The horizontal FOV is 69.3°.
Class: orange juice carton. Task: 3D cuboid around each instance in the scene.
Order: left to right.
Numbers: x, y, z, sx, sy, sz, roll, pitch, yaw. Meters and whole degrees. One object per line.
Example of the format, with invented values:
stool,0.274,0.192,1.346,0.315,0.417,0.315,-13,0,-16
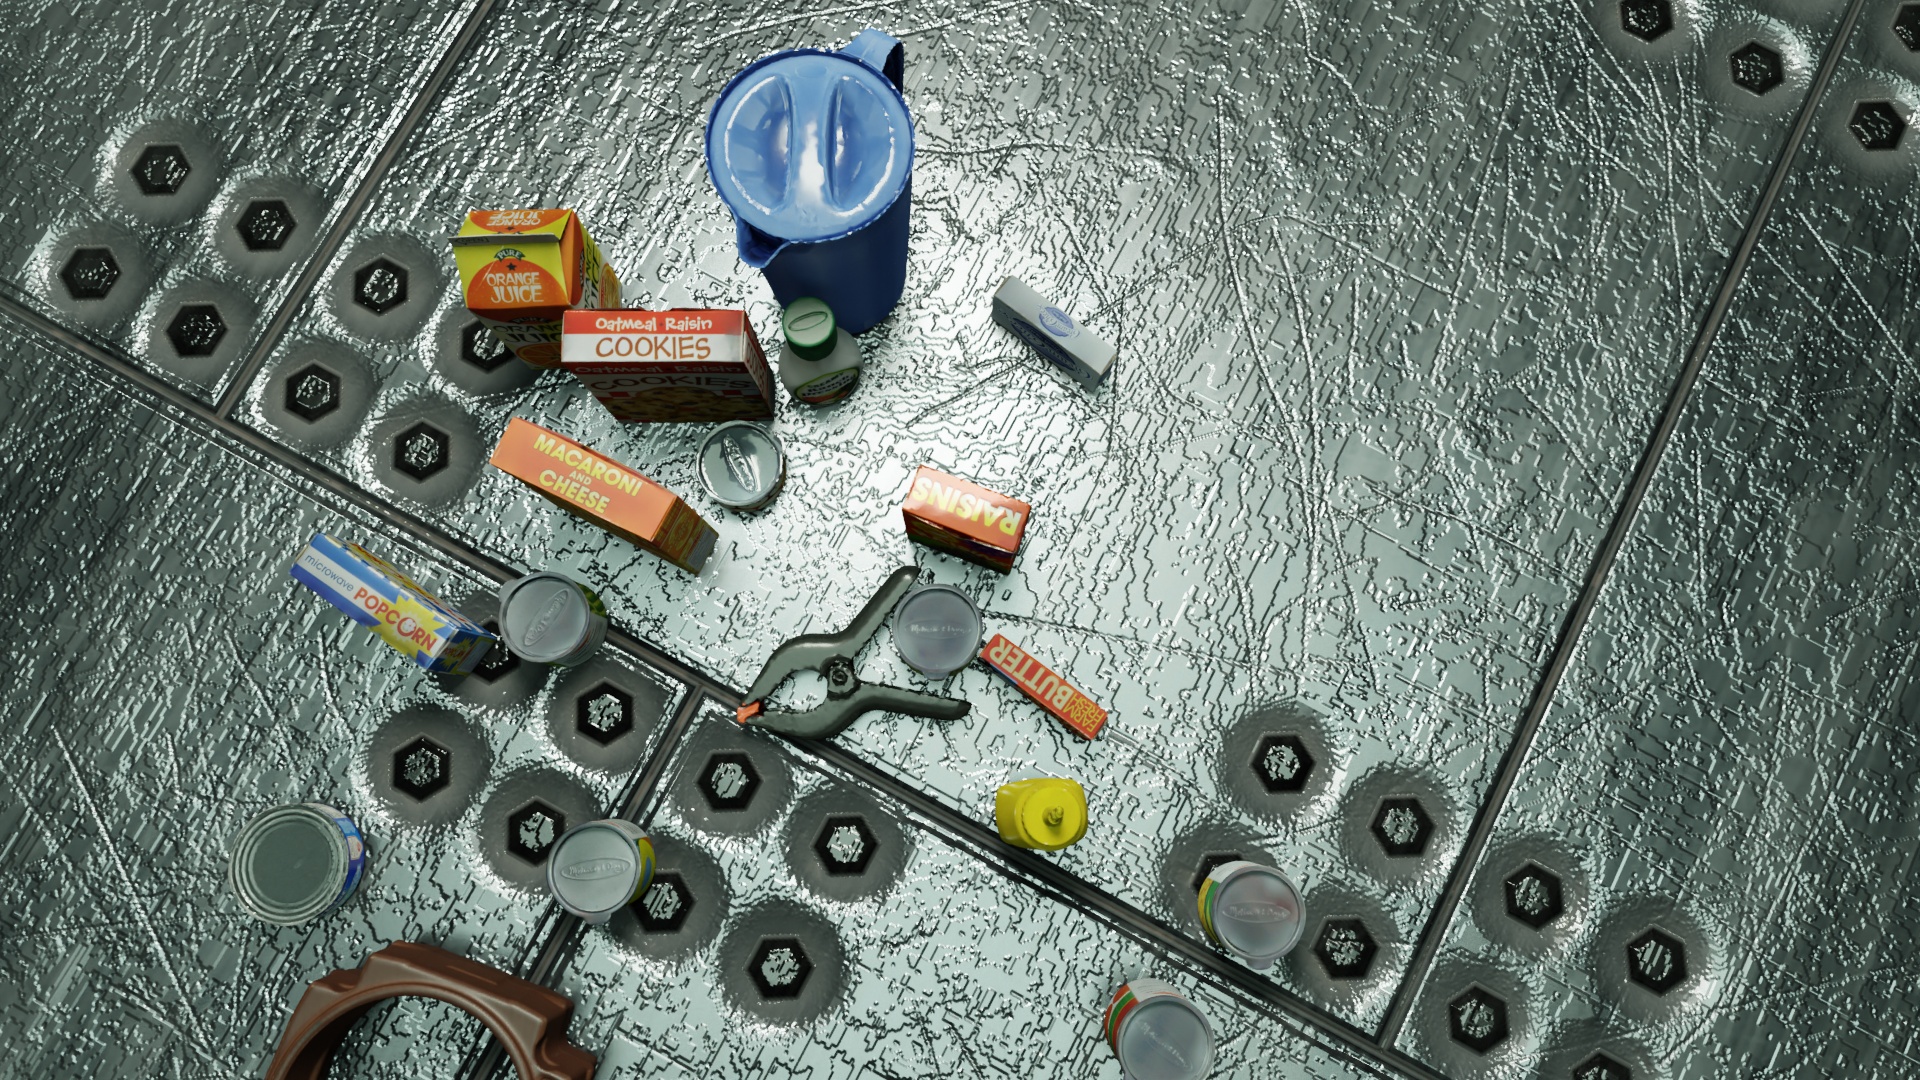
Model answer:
orange juice carton,-0.301,-0.184,1.001,0.072,0.192,0.073,-1,81,-1

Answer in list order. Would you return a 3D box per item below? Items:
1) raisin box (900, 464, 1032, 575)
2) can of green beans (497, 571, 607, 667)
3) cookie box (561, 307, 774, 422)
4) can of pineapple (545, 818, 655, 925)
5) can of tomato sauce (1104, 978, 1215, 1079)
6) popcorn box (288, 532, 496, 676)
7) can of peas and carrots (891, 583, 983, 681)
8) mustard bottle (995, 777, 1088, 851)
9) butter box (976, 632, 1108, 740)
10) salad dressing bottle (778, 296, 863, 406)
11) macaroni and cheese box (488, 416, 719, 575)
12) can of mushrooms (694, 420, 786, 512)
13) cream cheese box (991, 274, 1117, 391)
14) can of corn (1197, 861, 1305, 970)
raisin box,0.004,-0.013,1.010,0.086,0.123,0.040,21,81,3
can of green beans,-0.300,0.059,1.027,0.071,0.057,0.071,0,80,-1
cookie box,-0.205,-0.124,1.004,0.123,0.167,0.040,-1,81,-1
can of pineapple,-0.257,0.236,0.996,0.071,0.057,0.071,0,80,-1
can of tomato sauce,0.136,0.347,0.969,0.071,0.083,0.071,0,80,-1
popcorn box,-0.412,0.048,1.013,0.127,0.085,0.038,34,82,5
can of peas and carrots,-0.017,0.070,1.028,0.071,0.058,0.071,0,80,-1
mustard bottle,0.058,0.189,0.957,0.065,0.160,0.049,-5,81,-1
butter box,0.060,0.108,1.025,0.103,0.053,0.024,36,82,5
salad dressing bottle,-0.105,-0.138,1.018,0.064,0.147,0.044,-20,81,-4
macaroni and cheese box,-0.247,-0.029,0.988,0.124,0.166,0.040,26,81,4
can of mushrooms,-0.165,-0.057,1.061,0.071,0.033,0.071,0,80,-1
cream cheese box,0.072,-0.159,1.072,0.104,0.053,0.024,37,82,5
can of corn,0.208,0.267,0.996,0.071,0.058,0.071,0,80,-1
